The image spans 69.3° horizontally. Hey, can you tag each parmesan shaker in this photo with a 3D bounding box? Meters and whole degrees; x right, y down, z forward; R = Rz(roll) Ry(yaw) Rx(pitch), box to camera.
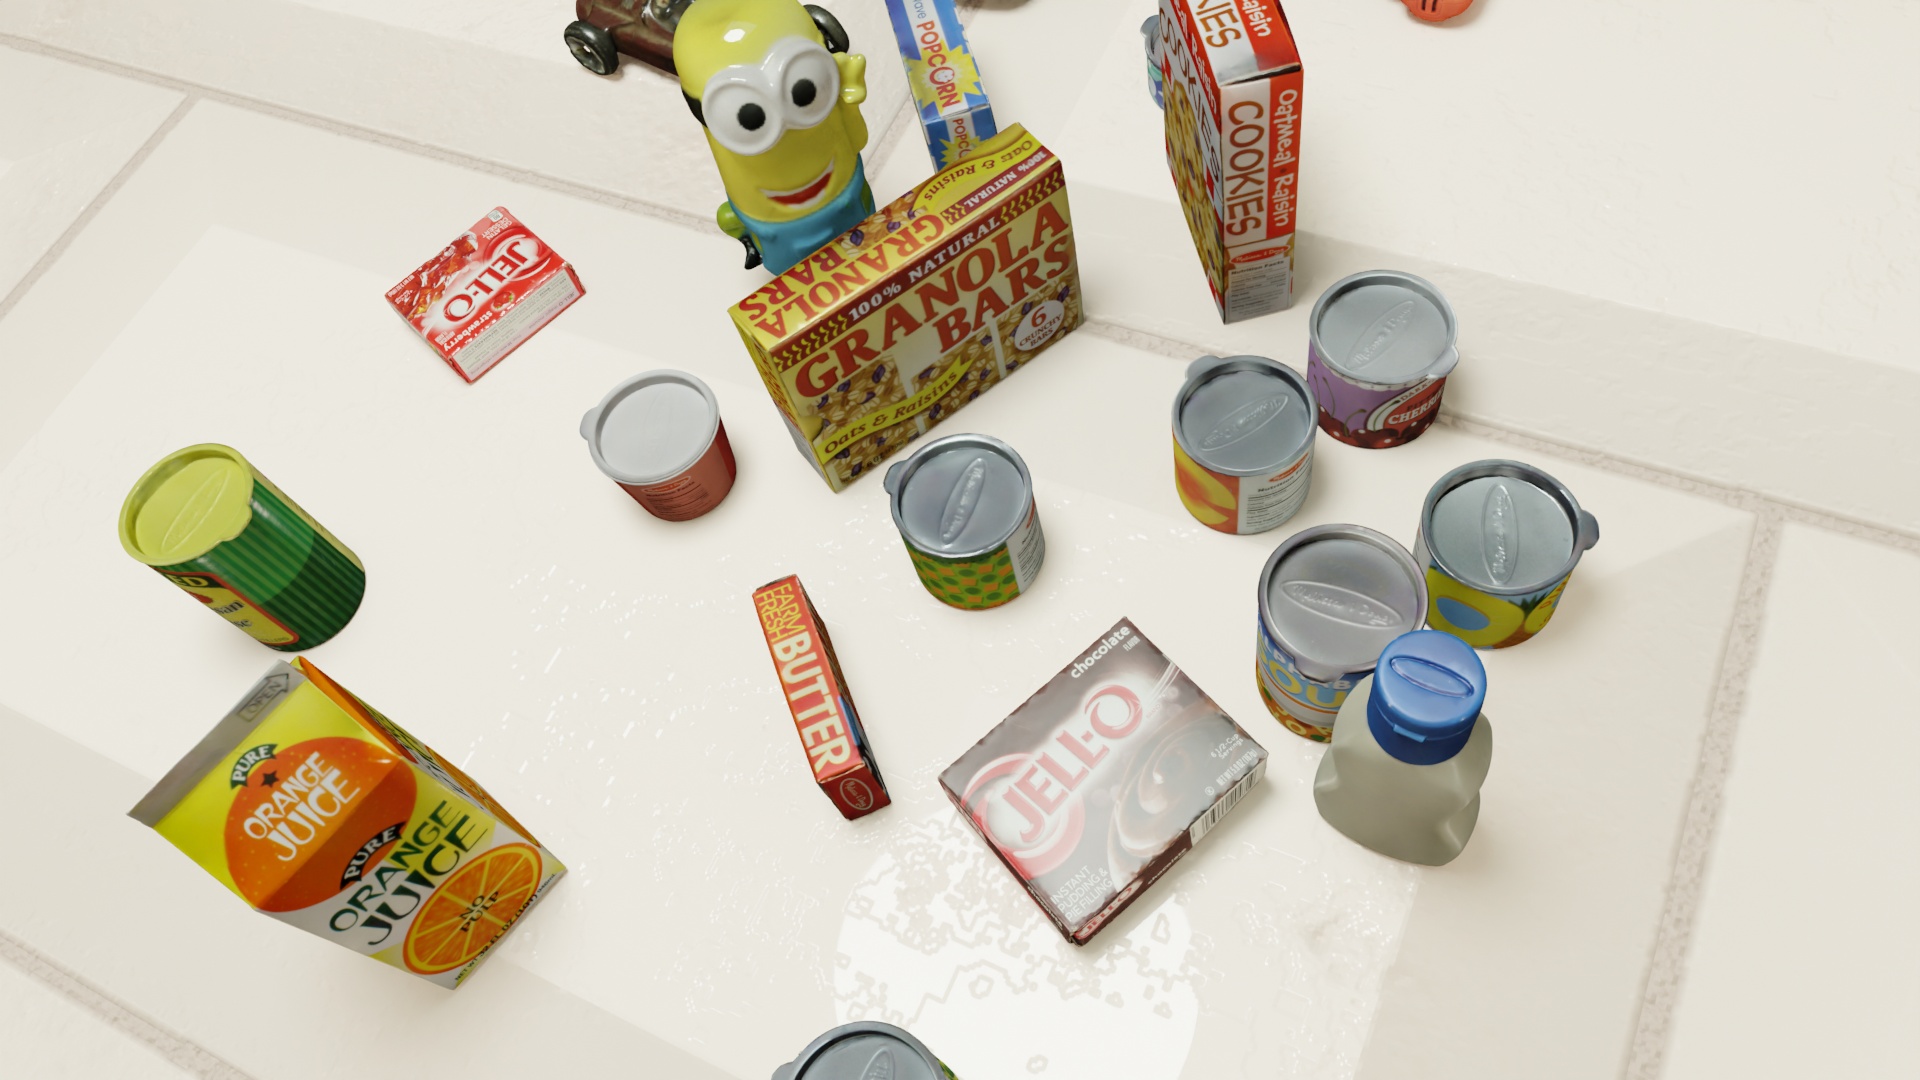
[{"bbox_3d":[-0.351,0.008,0.690,0.071,0.102,0.071,-5,60,8],"label":"parmesan shaker"}]

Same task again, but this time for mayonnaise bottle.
[{"bbox_3d":[0.170,0.080,0.525,0.065,0.147,0.041,22,67,21],"label":"mayonnaise bottle"}]

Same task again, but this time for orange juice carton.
[{"bbox_3d":[-0.244,0.112,0.559,0.073,0.192,0.072,34,72,25],"label":"orange juice carton"}]

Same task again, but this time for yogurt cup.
[{"bbox_3d":[-0.149,-0.046,0.711,0.072,0.053,0.073,-5,60,8],"label":"yogurt cup"}]

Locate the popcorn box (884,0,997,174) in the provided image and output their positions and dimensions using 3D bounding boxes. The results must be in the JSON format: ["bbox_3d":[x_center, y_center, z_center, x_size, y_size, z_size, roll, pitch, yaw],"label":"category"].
[{"bbox_3d":[-0.008,-0.251,0.782,0.038,0.085,0.127,-16,59,2],"label":"popcorn box"}]

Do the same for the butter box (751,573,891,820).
[{"bbox_3d":[-0.064,0.071,0.629,0.024,0.053,0.104,-23,59,-2],"label":"butter box"}]

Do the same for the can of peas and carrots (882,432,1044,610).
[{"bbox_3d":[0.002,-0.008,0.658,0.071,0.058,0.071,-5,60,8],"label":"can of peas and carrots"}]

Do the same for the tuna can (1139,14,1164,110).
[{"bbox_3d":[0.138,-0.277,0.800,0.071,0.032,0.071,-5,60,8],"label":"tuna can"}]

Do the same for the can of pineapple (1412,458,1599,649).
[{"bbox_3d":[0.234,0.008,0.606,0.071,0.057,0.071,-5,60,8],"label":"can of pineapple"}]

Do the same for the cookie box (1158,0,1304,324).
[{"bbox_3d":[0.131,-0.207,0.683,0.040,0.166,0.123,-13,60,4],"label":"cookie box"}]

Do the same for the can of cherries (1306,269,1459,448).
[{"bbox_3d":[0.201,-0.084,0.664,0.071,0.058,0.072,-5,60,8],"label":"can of cherries"}]

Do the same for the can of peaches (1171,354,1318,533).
[{"bbox_3d":[0.132,-0.046,0.655,0.071,0.057,0.071,-5,60,8],"label":"can of peaches"}]

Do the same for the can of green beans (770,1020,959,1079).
[{"bbox_3d":[-0.031,0.224,0.534,0.071,0.057,0.071,-5,60,8],"label":"can of green beans"}]

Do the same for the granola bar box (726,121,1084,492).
[{"bbox_3d":[-0.019,-0.110,0.682,0.166,0.123,0.039,-35,61,-10],"label":"granola bar box"}]

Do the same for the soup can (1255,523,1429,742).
[{"bbox_3d":[0.157,0.043,0.585,0.071,0.083,0.071,-5,60,8],"label":"soup can"}]
